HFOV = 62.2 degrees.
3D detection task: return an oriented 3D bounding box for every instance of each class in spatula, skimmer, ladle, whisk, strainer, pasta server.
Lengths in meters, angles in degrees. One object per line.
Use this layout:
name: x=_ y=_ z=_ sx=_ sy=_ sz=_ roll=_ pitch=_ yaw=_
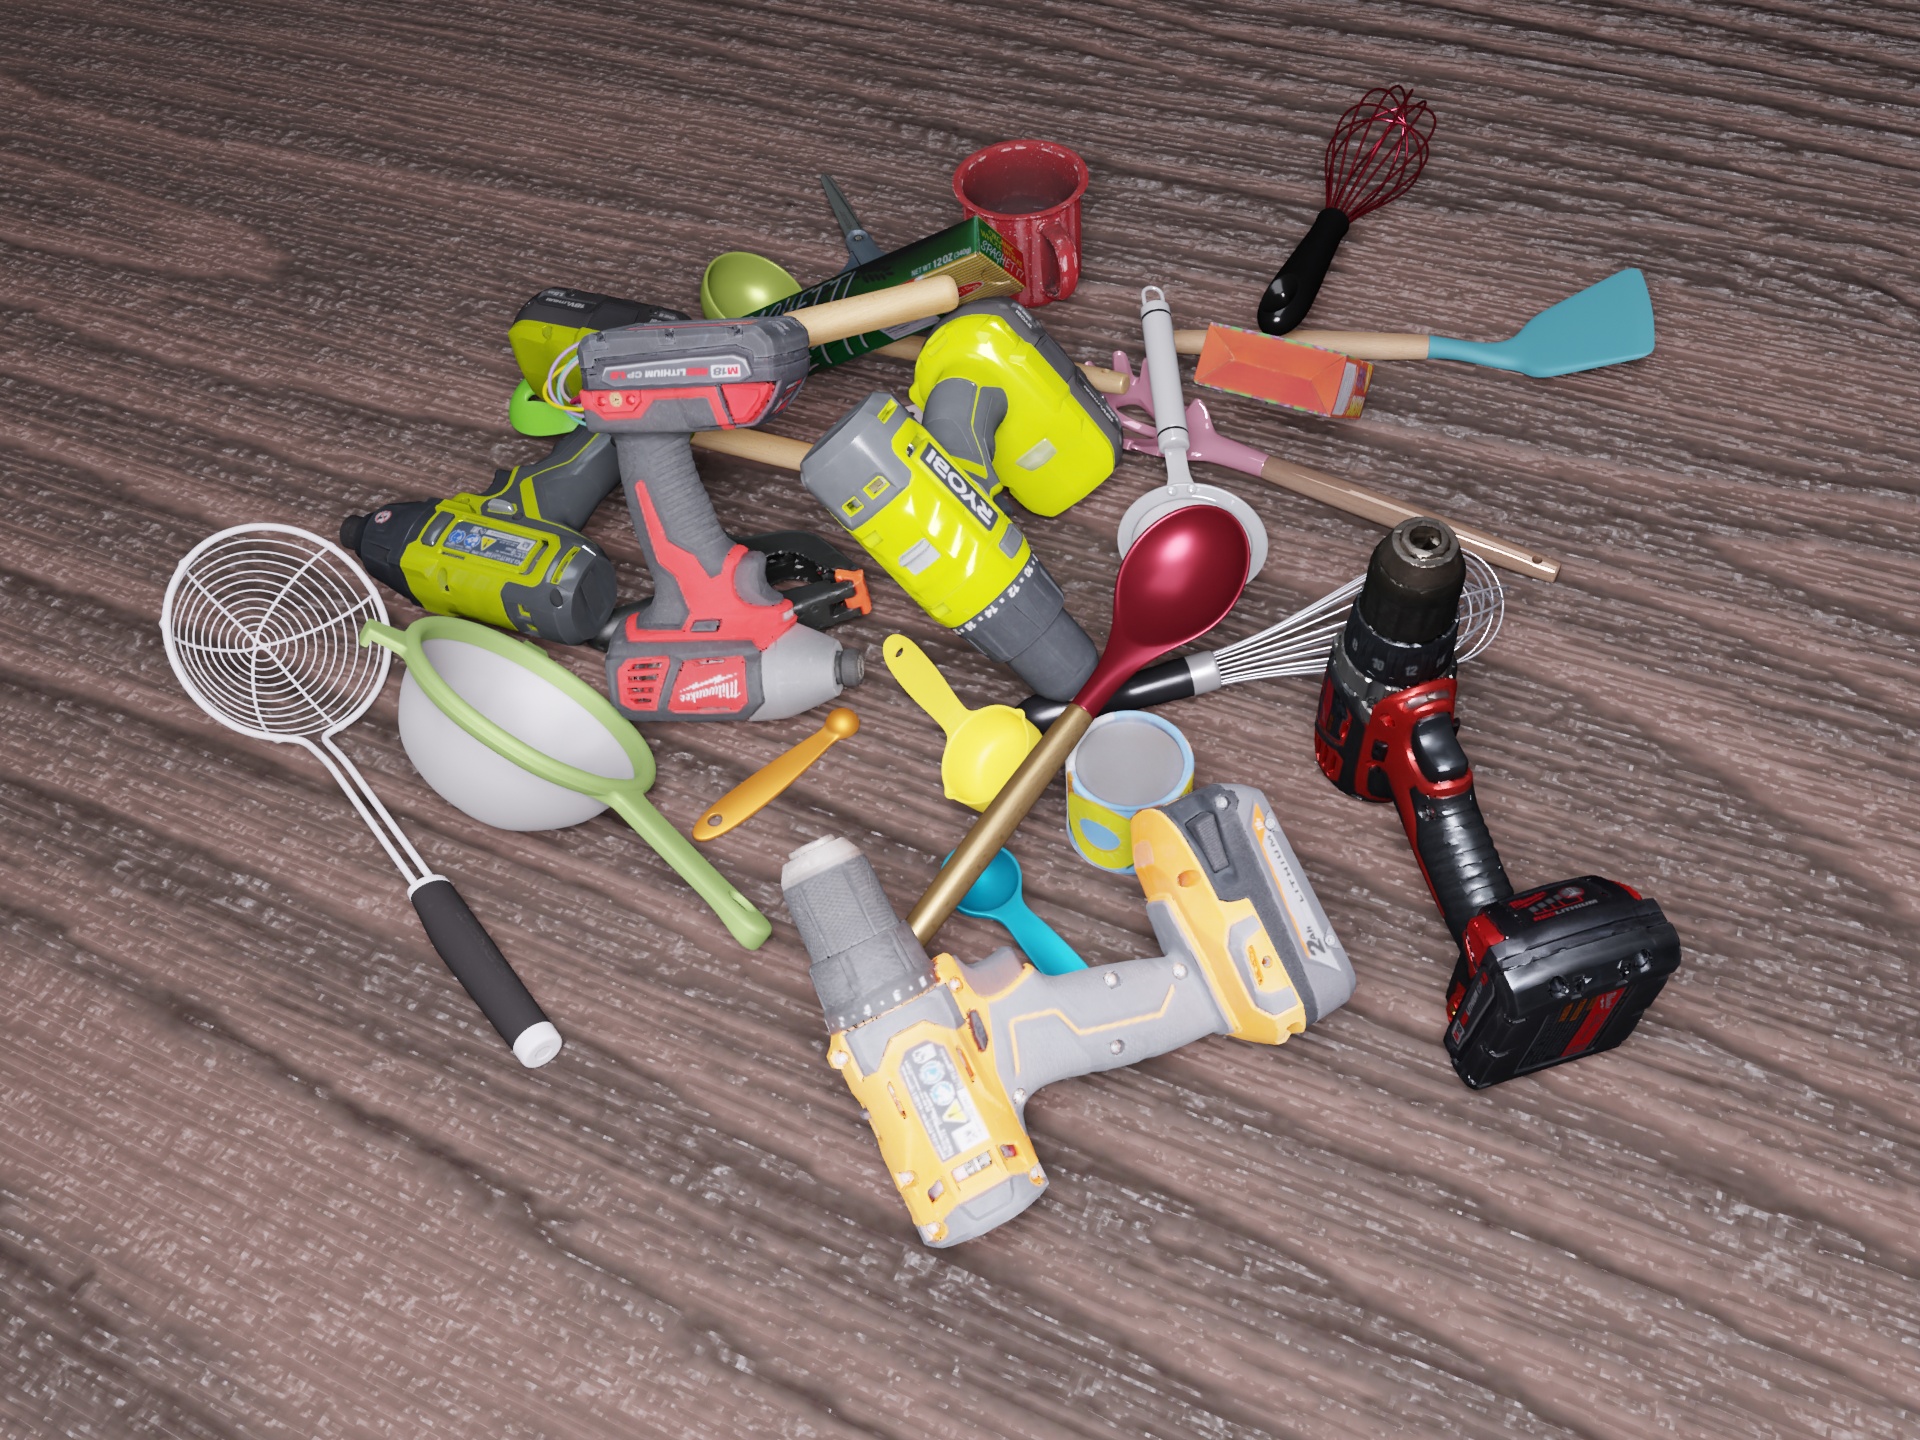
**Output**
spatula: x=0.282 y=-0.256 z=1.045 sx=0.317 sy=0.044 sz=0.082 roll=3 pitch=56 yaw=9
skimmer: x=-0.309 y=0.030 z=0.849 sx=0.127 sy=0.090 sz=0.364 roll=-14 pitch=48 yaw=-43
ladle: x=-0.036 y=-0.256 z=1.041 sx=0.320 sy=0.062 sz=0.078 roll=16 pitch=43 yaw=27
whisk: x=0.165 y=-0.035 z=0.880 sx=0.284 sy=0.070 sz=0.070 roll=-15 pitch=52 yaw=0
strainer: x=-0.205 y=0.047 z=0.836 sx=0.256 sy=0.151 sz=0.069 roll=41 pitch=101 yaw=16
pasta server: x=0.211 y=-0.150 z=0.973 sx=0.316 sy=0.040 sz=0.060 roll=25 pitch=77 yaw=21
whisk: x=0.265 y=-0.356 z=1.103 sx=0.073 sy=0.073 sz=0.296 roll=19 pitch=54 yaw=19
ladle: x=0.046 y=0.016 z=0.793 sx=0.069 sy=0.031 sz=0.315 roll=27 pitch=70 yaw=32
whisk: x=-0.119 y=-0.215 z=0.915 sx=0.245 sy=0.051 sz=0.047 roll=-15 pitch=20 yaw=-3
strainer: x=0.131 y=-0.160 z=0.958 sx=0.087 sy=0.050 sz=0.259 roll=-3 pitch=64 yaw=-1

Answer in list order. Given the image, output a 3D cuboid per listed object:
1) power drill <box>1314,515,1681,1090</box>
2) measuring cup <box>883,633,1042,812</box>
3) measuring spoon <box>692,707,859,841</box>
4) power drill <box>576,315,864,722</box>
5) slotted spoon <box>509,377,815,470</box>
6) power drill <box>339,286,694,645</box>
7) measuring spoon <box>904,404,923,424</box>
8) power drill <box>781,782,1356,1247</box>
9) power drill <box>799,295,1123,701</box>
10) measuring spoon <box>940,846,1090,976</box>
power drill: x=0.235 y=0.034 z=0.737 sx=0.080 sy=0.187 sz=0.227 roll=-15 pitch=56 yaw=-6
measuring cup: x=-0.001 y=-0.003 z=0.886 sx=0.062 sy=0.029 sz=0.157 roll=-49 pitch=42 yaw=8
measuring spoon: x=-0.102 y=0.028 z=0.880 sx=0.117 sy=0.011 sz=0.021 roll=-39 pitch=58 yaw=-23
power drill: x=-0.129 y=-0.104 z=0.868 sx=0.143 sy=0.219 sz=0.078 roll=0 pitch=18 yaw=9
slotted spoon: x=-0.163 y=-0.189 z=1.048 sx=0.314 sy=0.031 sz=0.070 roll=16 pitch=58 yaw=15
power drill: x=-0.257 y=-0.157 z=0.967 sx=0.171 sy=0.080 sz=0.223 roll=15 pitch=59 yaw=16
measuring spoon: x=0.011 y=-0.217 z=1.057 sx=0.124 sy=0.018 sz=0.034 roll=-14 pitch=52 yaw=-4
power drill: x=0.042 y=0.105 z=0.726 sx=0.226 sy=0.084 sz=0.185 roll=-26 pitch=85 yaw=-13
power drill: x=0.021 y=-0.128 z=0.892 sx=0.080 sy=0.190 sz=0.229 roll=-34 pitch=19 yaw=33
measuring spoon: x=0.037 y=0.114 z=0.801 sx=0.042 sy=0.021 sz=0.129 roll=-34 pitch=66 yaw=-21
